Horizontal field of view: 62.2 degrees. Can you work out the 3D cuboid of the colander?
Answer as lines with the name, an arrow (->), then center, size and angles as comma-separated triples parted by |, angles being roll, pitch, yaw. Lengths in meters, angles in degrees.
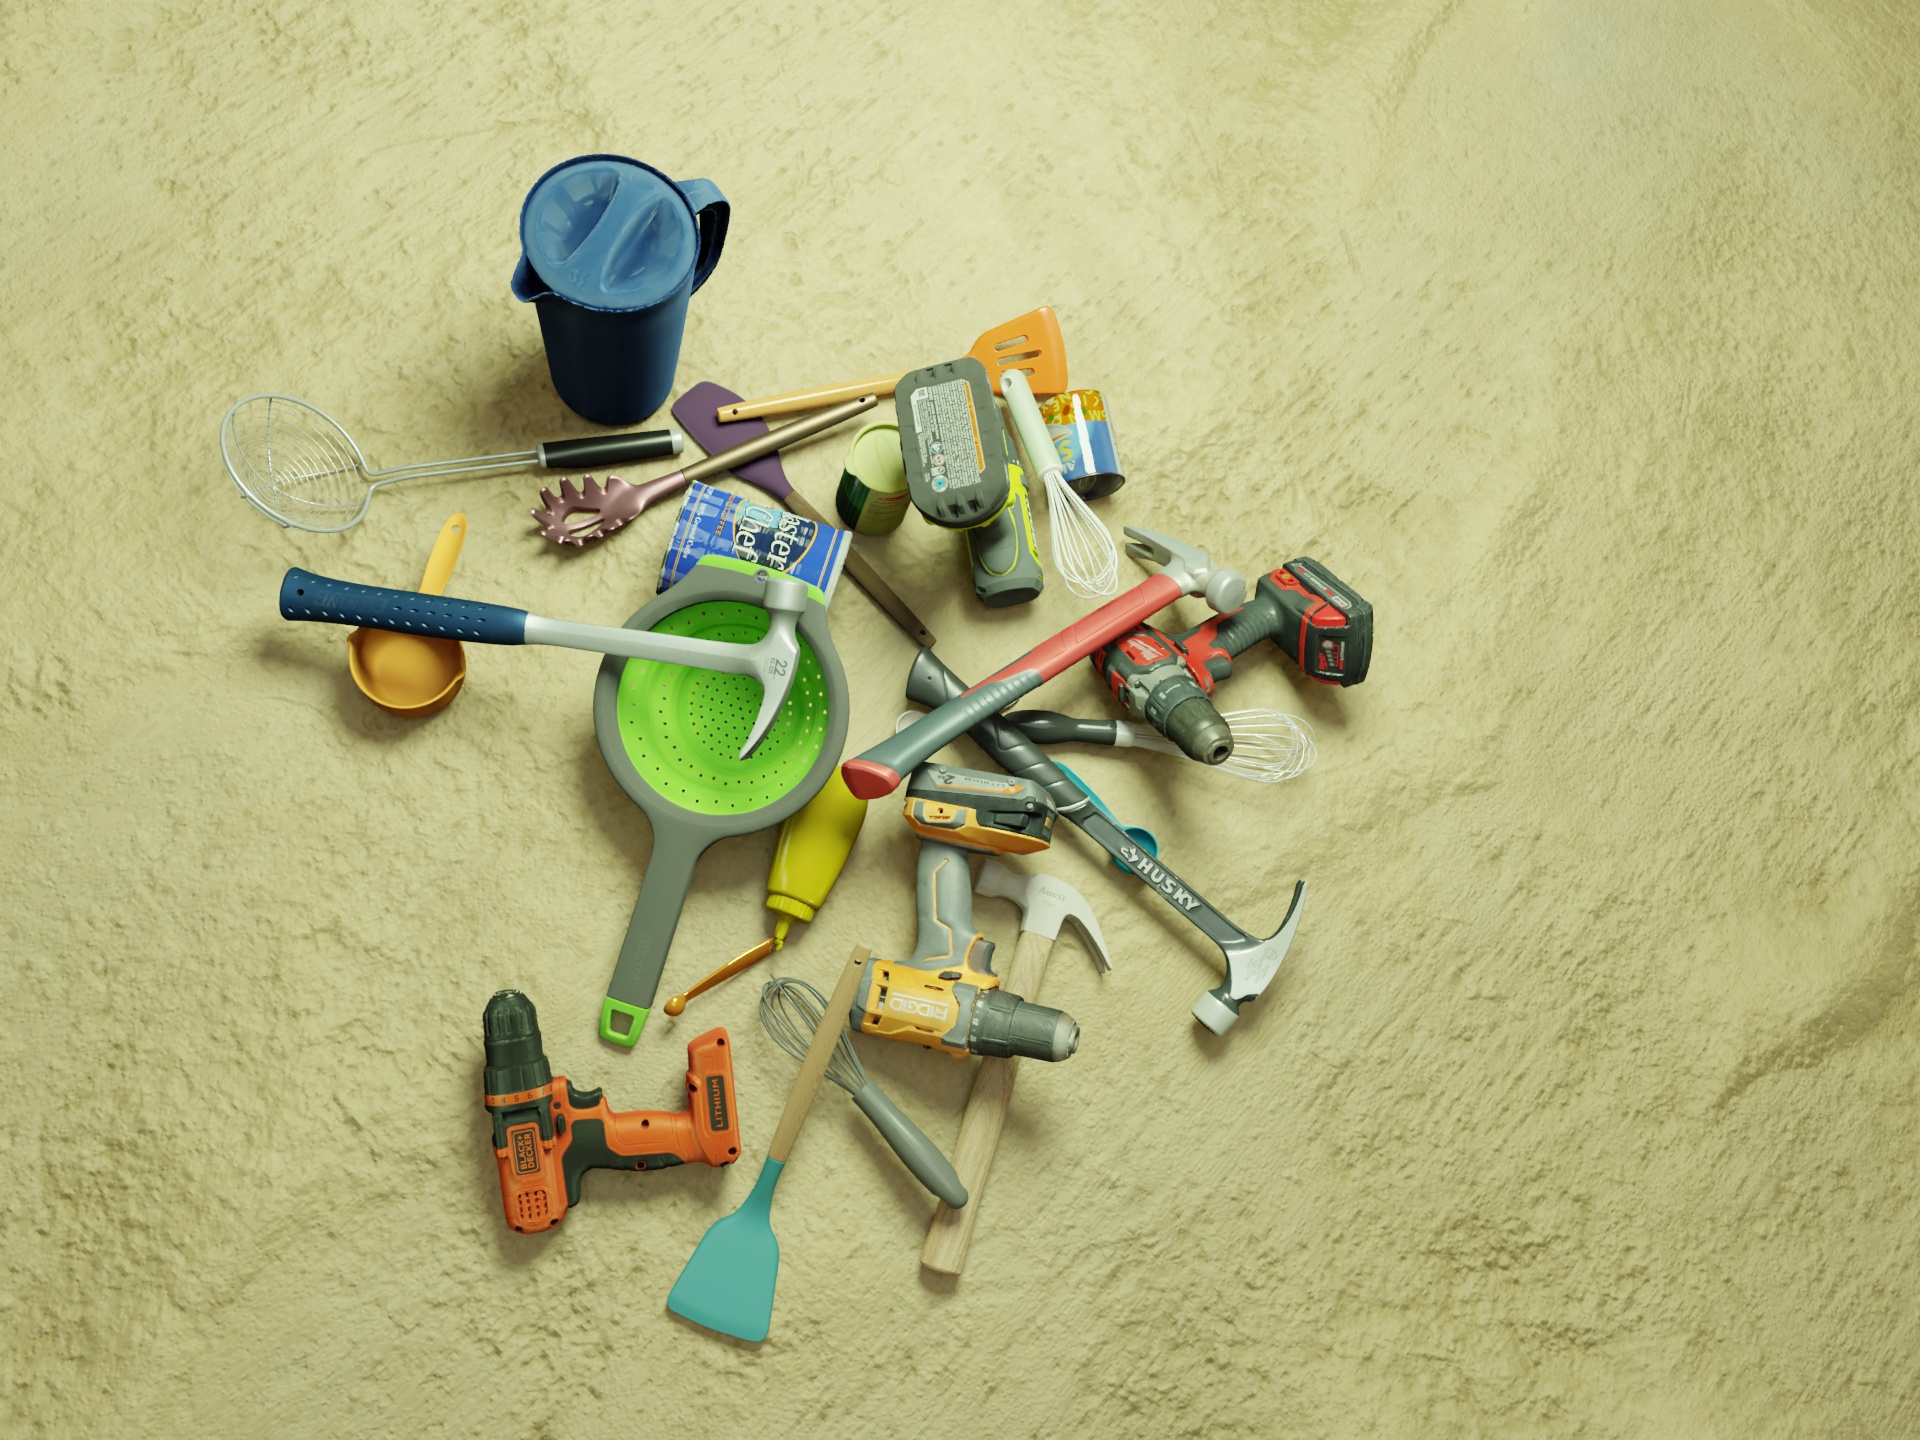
colander -> -0.212, 0.068, 1.297 | 0.204, 0.094, 0.397 | 18, 91, 2

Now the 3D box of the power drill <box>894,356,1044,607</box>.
power drill -> 0.012, -0.214, 1.339 | 0.080, 0.228, 0.191 | -12, 77, 10

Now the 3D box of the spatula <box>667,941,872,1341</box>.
spatula -> -0.132, 0.320, 1.233 | 0.082, 0.044, 0.317 | 22, 95, -2

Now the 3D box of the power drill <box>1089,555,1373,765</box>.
power drill -> 0.245, -0.048, 1.375 | 0.226, 0.080, 0.188 | -18, 39, -16

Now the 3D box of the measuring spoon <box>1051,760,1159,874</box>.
measuring spoon -> 0.122, 0.083, 1.393 | 0.042, 0.021, 0.129 | -43, 78, -4

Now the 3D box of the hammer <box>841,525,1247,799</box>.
hammer -> 0.055, -0.051, 1.336 | 0.386, 0.038, 0.143 | -32, 41, -23

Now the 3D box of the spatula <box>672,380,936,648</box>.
spatula -> -0.132, -0.181, 1.405 | 0.060, 0.018, 0.316 | -42, 86, -17

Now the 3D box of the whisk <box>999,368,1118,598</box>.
whisk -> 0.082, -0.210, 1.393 | 0.059, 0.057, 0.247 | 4, 56, -42

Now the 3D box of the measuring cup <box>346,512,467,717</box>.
measuring cup -> -0.435, -0.085, 1.302 | 0.095, 0.052, 0.174 | 17, 71, -7

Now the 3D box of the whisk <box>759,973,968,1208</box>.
whisk -> -0.077, 0.294, 1.266 | 0.055, 0.055, 0.239 | -40, 81, -18

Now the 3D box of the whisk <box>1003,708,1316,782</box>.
whisk -> 0.175, 0.014, 1.401 | 0.284, 0.070, 0.070 | 5, 75, -5

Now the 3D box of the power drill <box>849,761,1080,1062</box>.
power drill -> 0.020, 0.159, 1.282 | 0.185, 0.084, 0.226 | 9, 80, 17

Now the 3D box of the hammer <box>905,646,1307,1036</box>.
hammer -> 0.114, 0.080, 1.354 | 0.409, 0.036, 0.149 | 41, 88, 2

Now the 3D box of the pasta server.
pasta server -> -0.215, -0.224, 1.376 | 0.316, 0.040, 0.060 | -25, 75, -12

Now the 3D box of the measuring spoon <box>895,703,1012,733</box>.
measuring spoon -> -0.002, -0.004, 1.391 | 0.124, 0.018, 0.034 | -20, 80, -22

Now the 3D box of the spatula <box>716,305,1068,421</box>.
spatula -> -0.060, -0.306, 1.434 | 0.322, 0.041, 0.081 | -14, 100, -16

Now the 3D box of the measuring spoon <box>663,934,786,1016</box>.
measuring spoon -> -0.188, 0.207, 1.286 | 0.117, 0.021, 0.011 | -30, 57, -25

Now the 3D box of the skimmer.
skimmer -> -0.411, -0.227, 1.320 | 0.363, 0.090, 0.127 | -9, 69, -15

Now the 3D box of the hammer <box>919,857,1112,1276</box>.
hammer -> 0.034, 0.288, 1.312 | 0.130, 0.031, 0.331 | 19, 73, -6

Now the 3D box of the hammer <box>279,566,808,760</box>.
hammer -> -0.327, -0.064, 1.238 | 0.405, 0.035, 0.144 | 8, 90, 3
